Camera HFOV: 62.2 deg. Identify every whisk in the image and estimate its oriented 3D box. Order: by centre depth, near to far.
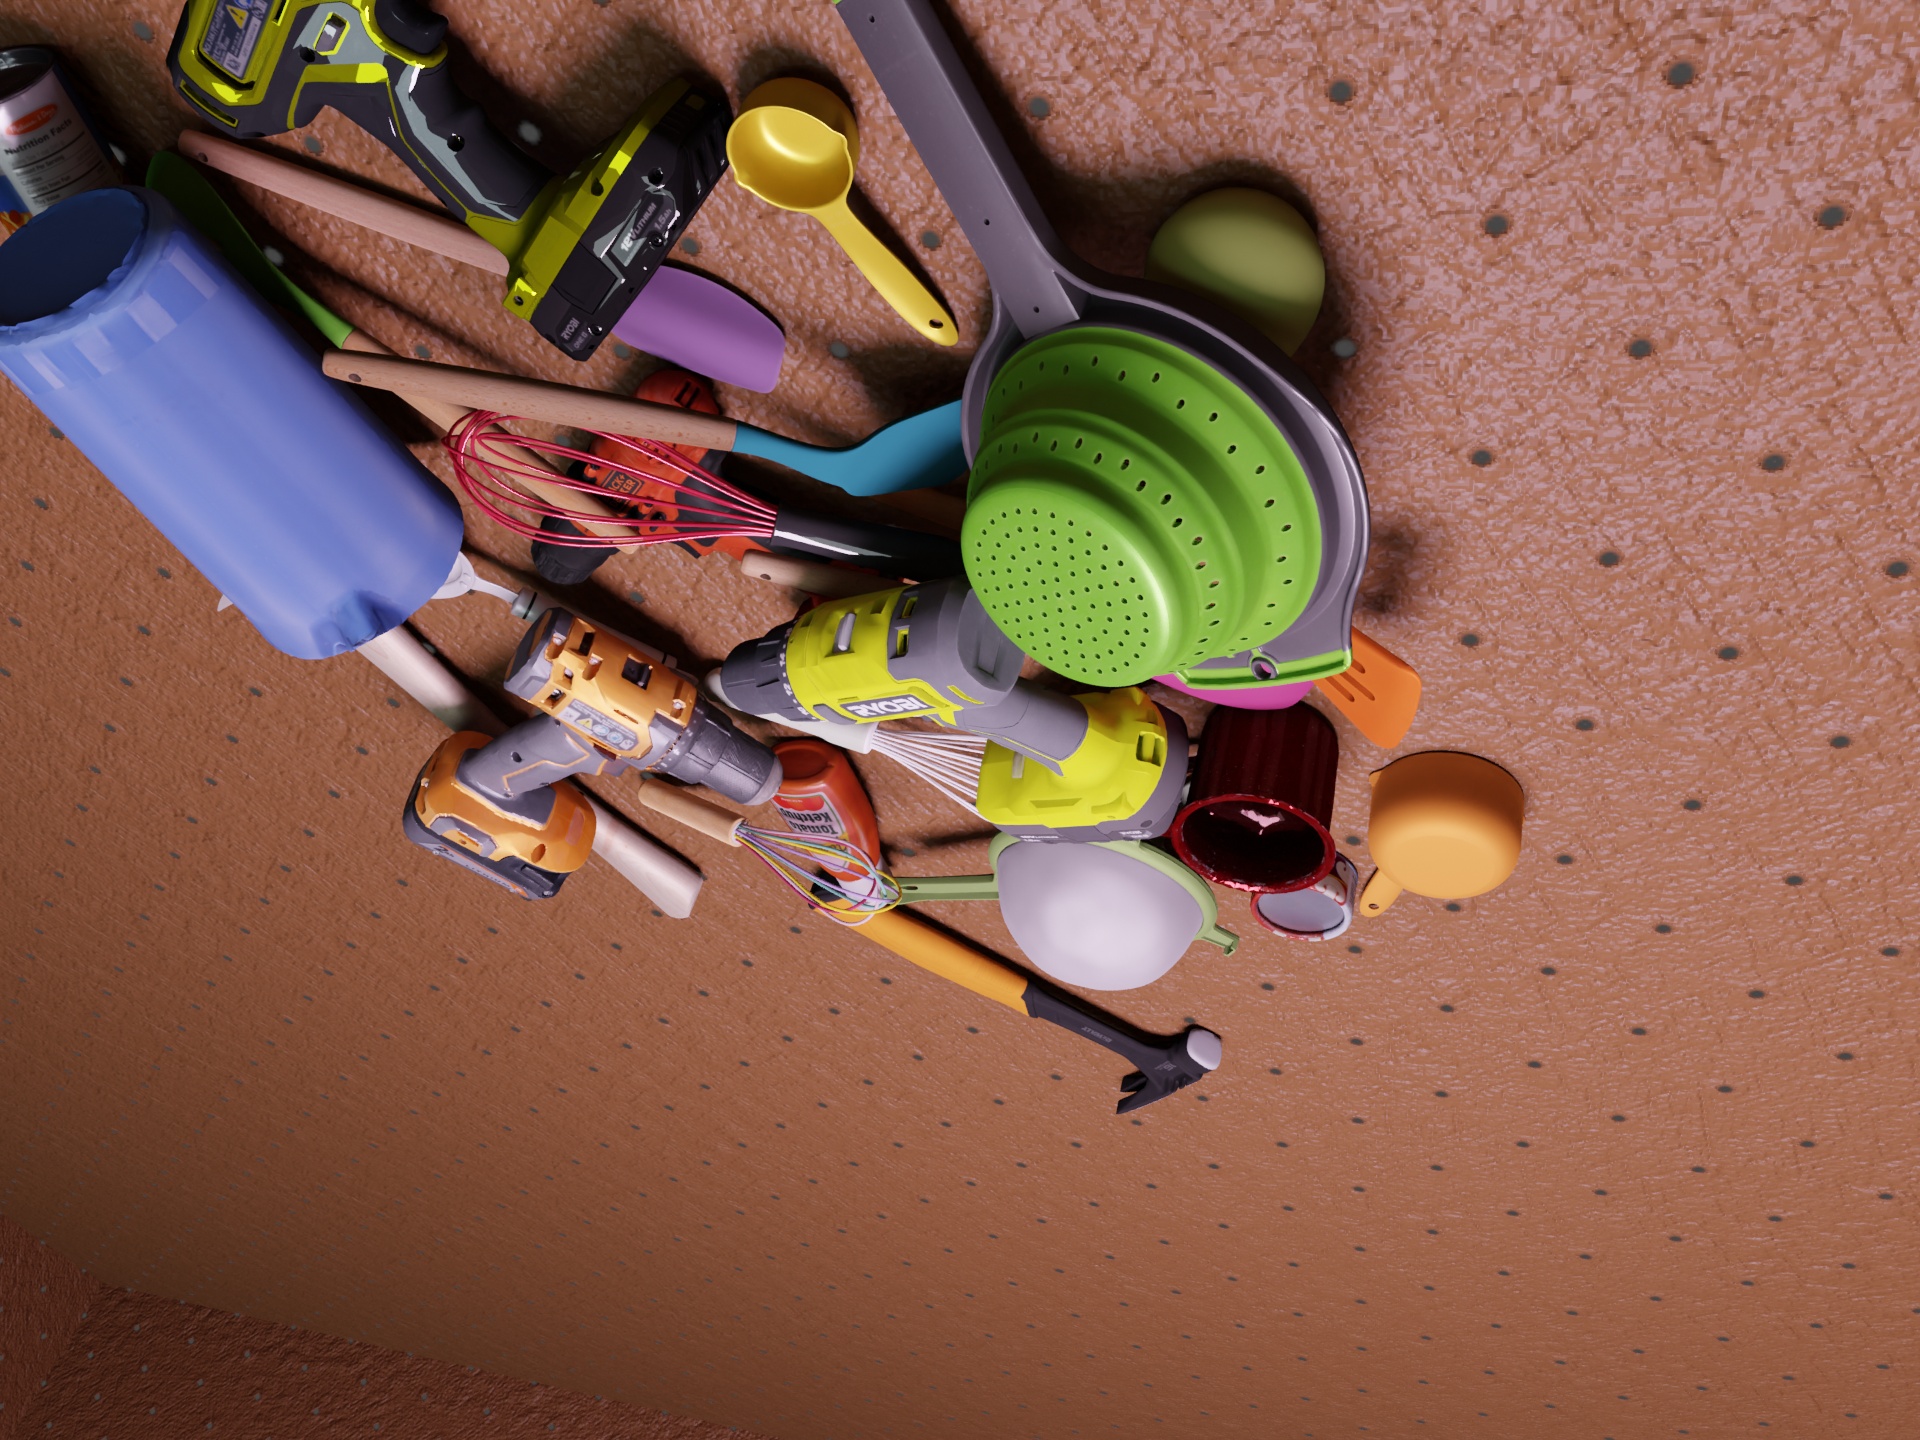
[{"bbox_3d":[-0.113,-0.104,0.806,0.295,0.073,0.073,13,143,-10],"label":"whisk"},{"bbox_3d":[-0.049,0.013,1.011,0.246,0.058,0.059,18,112,8],"label":"whisk"},{"bbox_3d":[-0.137,0.083,1.078,0.245,0.047,0.051,19,151,36],"label":"whisk"}]

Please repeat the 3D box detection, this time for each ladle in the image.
[{"bbox_3d":[0.147,-0.117,0.781,0.078,0.062,0.319,3,147,19],"label":"ladle"}]

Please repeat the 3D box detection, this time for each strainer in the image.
[{"bbox_3d":[-0.282,-0.078,1.000,0.258,0.050,0.087,26,148,-19],"label":"strainer"},{"bbox_3d":[0.039,0.130,1.030,0.256,0.069,0.151,-5,142,37],"label":"strainer"}]

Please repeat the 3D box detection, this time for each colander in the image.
[{"bbox_3d":[0.026,-0.147,0.676,0.204,0.094,0.396,-7,124,49],"label":"colander"}]

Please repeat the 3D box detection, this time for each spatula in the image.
[{"bbox_3d":[-0.134,-0.149,0.760,0.317,0.044,0.082,8,151,-17],"label":"spatula"},{"bbox_3d":[-0.239,-0.238,0.801,0.316,0.018,0.059,19,140,-3],"label":"spatula"},{"bbox_3d":[0.082,-0.071,0.822,0.323,0.041,0.081,20,156,13],"label":"spatula"}]

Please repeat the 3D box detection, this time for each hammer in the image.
[{"bbox_3d":[-0.338,0.018,1.145,0.146,0.038,0.410,-13,133,36],"label":"hammer"},{"bbox_3d":[0.031,0.206,1.225,0.336,0.034,0.127,29,140,-14],"label":"hammer"}]

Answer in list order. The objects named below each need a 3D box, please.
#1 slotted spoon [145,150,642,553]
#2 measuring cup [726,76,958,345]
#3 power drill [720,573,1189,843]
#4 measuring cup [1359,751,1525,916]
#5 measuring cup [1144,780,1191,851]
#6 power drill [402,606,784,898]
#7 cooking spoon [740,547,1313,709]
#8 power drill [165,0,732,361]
[{"bbox_3d":[-0.299,-0.185,0.836,0.313,0.031,0.070,36,148,-7],"label":"slotted spoon"},{"bbox_3d":[-0.045,-0.231,0.731,0.062,0.029,0.156,-9,147,34],"label":"measuring cup"},{"bbox_3d":[-0.001,-0.003,0.870,0.190,0.080,0.228,-7,154,43],"label":"power drill"},{"bbox_3d":[0.276,0.091,0.963,0.095,0.052,0.173,17,141,1],"label":"measuring cup"},{"bbox_3d":[0.122,0.089,1.037,0.083,0.038,0.167,24,144,-7],"label":"measuring cup"},{"bbox_3d":[-0.242,0.035,1.046,0.185,0.084,0.226,32,133,-25],"label":"power drill"},{"bbox_3d":[0.039,-0.049,0.860,0.319,0.017,0.068,13,151,-8],"label":"cooking spoon"},{"bbox_3d":[-0.219,-0.279,0.695,0.223,0.080,0.171,36,133,-16],"label":"power drill"}]
